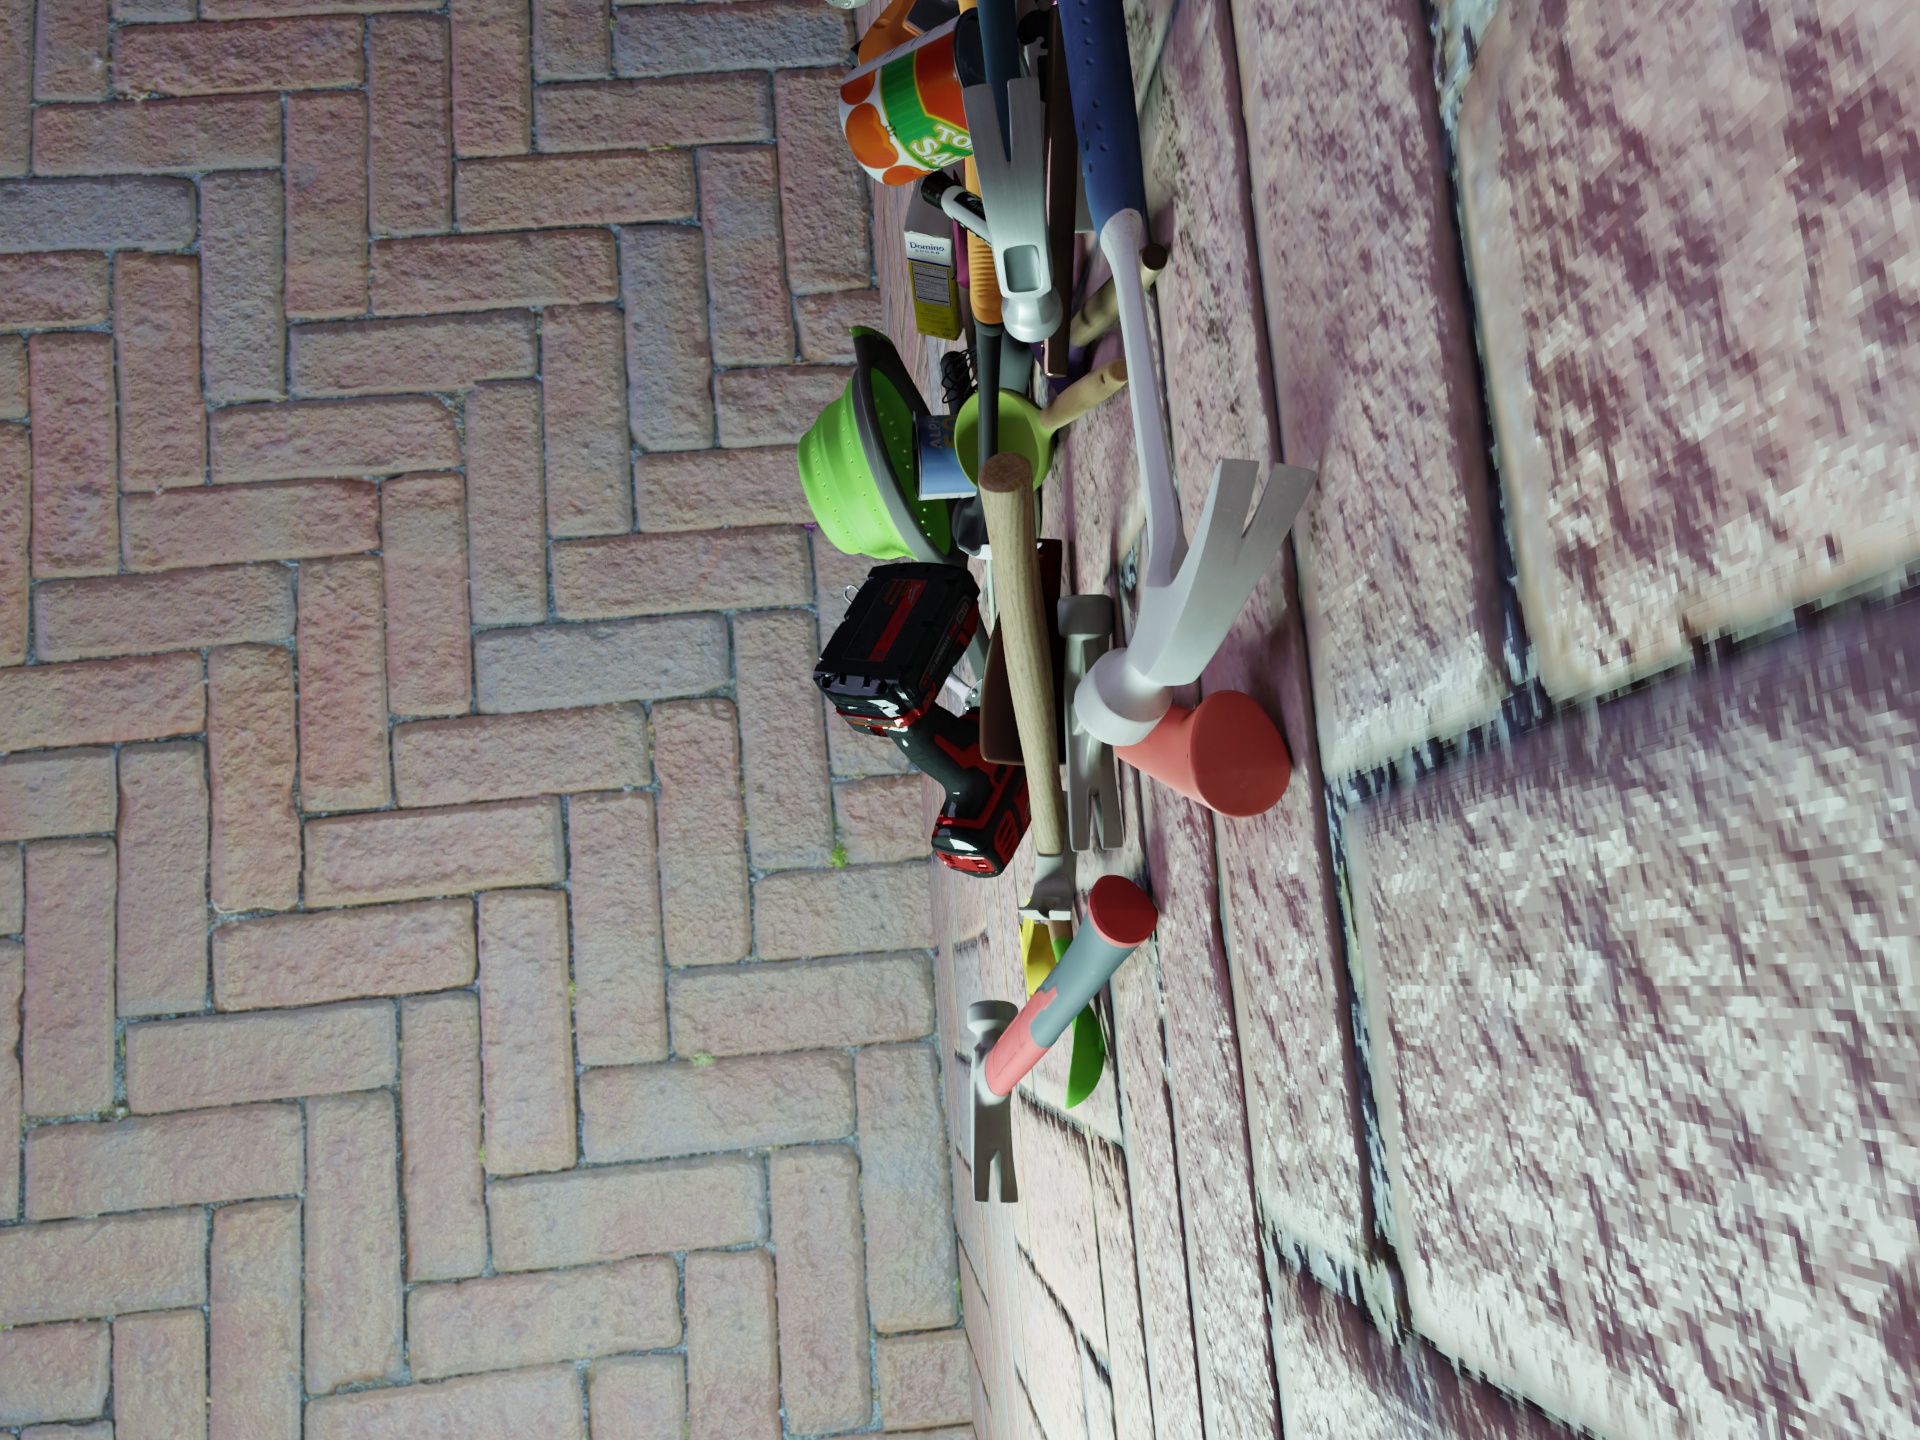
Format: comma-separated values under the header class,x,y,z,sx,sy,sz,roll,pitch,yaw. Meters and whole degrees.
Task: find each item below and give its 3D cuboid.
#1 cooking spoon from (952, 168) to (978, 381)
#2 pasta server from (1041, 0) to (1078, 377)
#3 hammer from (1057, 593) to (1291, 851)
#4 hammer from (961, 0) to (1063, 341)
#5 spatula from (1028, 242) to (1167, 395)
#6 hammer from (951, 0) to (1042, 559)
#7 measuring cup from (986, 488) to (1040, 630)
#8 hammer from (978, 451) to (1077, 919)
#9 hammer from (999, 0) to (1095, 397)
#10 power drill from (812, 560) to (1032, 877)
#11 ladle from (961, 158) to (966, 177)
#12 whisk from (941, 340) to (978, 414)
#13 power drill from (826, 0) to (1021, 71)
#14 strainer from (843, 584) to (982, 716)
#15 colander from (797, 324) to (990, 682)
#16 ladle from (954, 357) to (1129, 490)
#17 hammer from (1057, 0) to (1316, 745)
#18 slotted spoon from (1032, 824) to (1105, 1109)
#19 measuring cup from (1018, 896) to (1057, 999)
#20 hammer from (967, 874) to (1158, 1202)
class,x,y,z,sx,sy,sz,roll,pitch,yaw
cooking spoon,0.008,-0.343,1.280,0.318,0.017,0.069,73,-167,-78
pasta server,0.045,-0.338,0.816,0.060,0.040,0.316,-152,62,-75
hammer,0.088,0.016,0.754,0.359,0.036,0.149,-135,41,-83
hammer,0.016,-0.361,0.769,0.128,0.033,0.331,63,-159,-74
spatula,0.068,-0.217,0.862,0.059,0.018,0.316,59,177,-7
hammer,0.016,-0.261,0.914,0.127,0.034,0.336,-129,37,-75
measuring cup,0.039,-0.129,1.223,0.167,0.038,0.083,88,175,-48
hammer,0.043,-0.007,0.924,0.130,0.031,0.331,-82,-13,-46
hammer,0.044,-0.291,1.025,0.334,0.035,0.146,99,167,-70
power drill,-0.002,-0.004,1.111,0.143,0.078,0.219,-62,-40,-28
ladle,0.015,-0.366,1.095,0.316,0.031,0.069,-89,-6,-60
whisk,0.020,-0.294,1.257,0.239,0.055,0.055,133,133,-79
power drill,-0.021,-0.444,0.951,0.185,0.084,0.226,-54,-6,-13
strainer,-0.008,-0.035,1.273,0.259,0.050,0.087,42,116,26
colander,-0.047,-0.130,1.351,0.204,0.094,0.397,-25,-85,-74
ladle,0.048,-0.182,0.959,0.320,0.062,0.078,-157,46,-82
hammer,0.071,-0.200,0.661,0.144,0.035,0.406,122,150,-56
slotted spoon,0.071,0.138,1.140,0.314,0.031,0.070,-96,5,-46
measuring cup,0.062,0.164,1.197,0.156,0.029,0.062,89,174,-63
hammer,0.054,0.200,0.997,0.386,0.038,0.143,111,160,-62
